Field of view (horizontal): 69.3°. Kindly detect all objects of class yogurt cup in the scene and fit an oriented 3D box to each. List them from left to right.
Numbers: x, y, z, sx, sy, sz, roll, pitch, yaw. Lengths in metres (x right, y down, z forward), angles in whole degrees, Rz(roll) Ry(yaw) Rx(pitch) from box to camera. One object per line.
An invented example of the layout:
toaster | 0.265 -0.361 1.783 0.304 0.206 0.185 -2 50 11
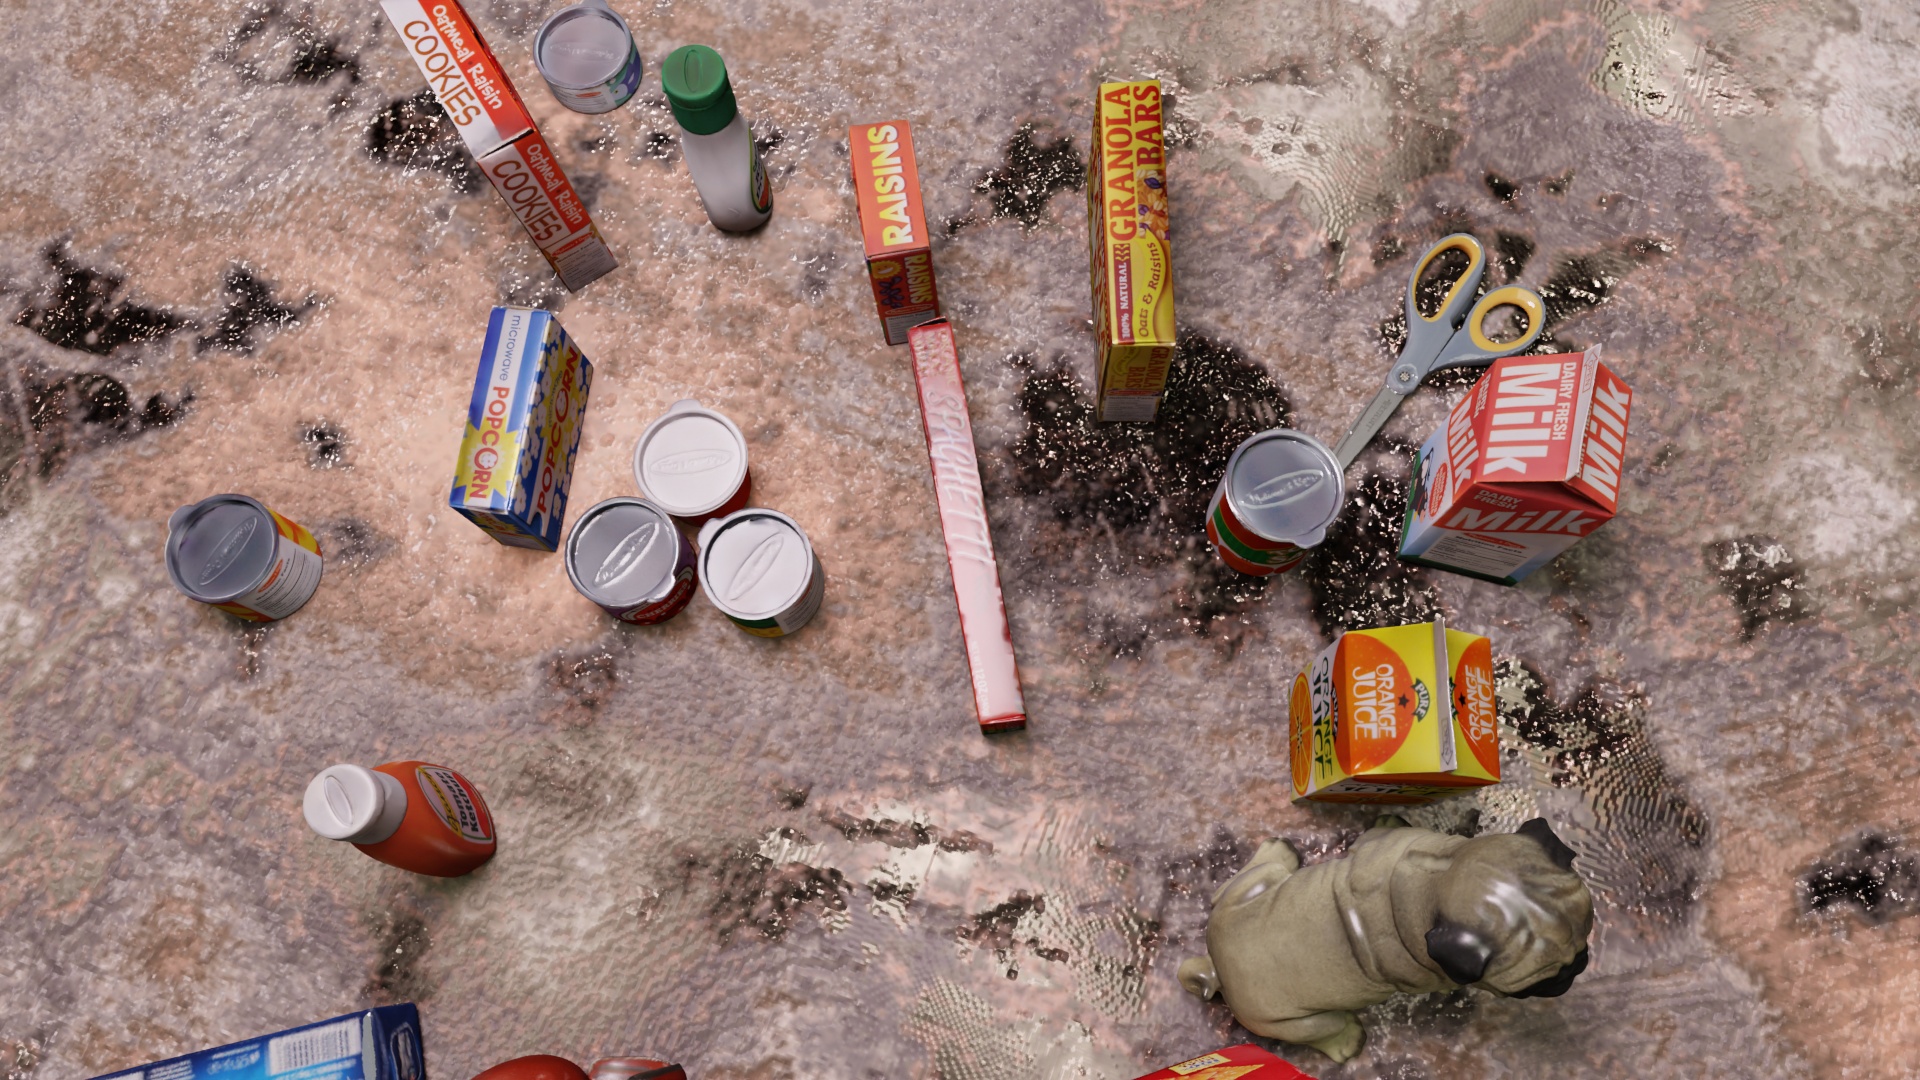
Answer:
yogurt cup | -0.158 -0.041 0.838 0.072 0.054 0.072 0 74 2

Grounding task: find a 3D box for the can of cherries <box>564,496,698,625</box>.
can of cherries | -0.191 0.015 0.821 0.071 0.058 0.071 0 74 2

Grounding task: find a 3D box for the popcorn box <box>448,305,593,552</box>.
popcorn box | -0.261 -0.066 0.832 0.038 0.085 0.127 6 74 4

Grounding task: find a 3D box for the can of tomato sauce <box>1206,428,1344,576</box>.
can of tomato sauce | 0.182 -0.018 0.806 0.071 0.083 0.071 0 74 2

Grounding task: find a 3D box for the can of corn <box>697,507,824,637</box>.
can of corn | -0.118 0.019 0.817 0.071 0.058 0.071 0 74 2

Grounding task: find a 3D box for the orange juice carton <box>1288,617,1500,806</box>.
orange juice carton | 0.223 0.093 0.716 0.073 0.192 0.072 2 75 3

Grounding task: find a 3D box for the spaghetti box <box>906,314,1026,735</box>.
spaghetti box | 0.003 -0.010 0.826 0.029 0.050 0.250 -10 74 -1

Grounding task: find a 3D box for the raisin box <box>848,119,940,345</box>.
raisin box | -0.039 -0.183 0.839 0.040 0.123 0.086 -8 74 0

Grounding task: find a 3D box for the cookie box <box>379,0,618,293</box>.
cookie box | -0.273 -0.240 0.840 0.040 0.167 0.123 -33 76 -7

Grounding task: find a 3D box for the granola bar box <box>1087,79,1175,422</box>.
granola bar box | 0.099 -0.168 0.830 0.039 0.124 0.166 -1 74 2

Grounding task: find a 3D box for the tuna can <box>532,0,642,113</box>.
tuna can | -0.249 -0.325 0.933 0.071 0.032 0.071 0 74 2

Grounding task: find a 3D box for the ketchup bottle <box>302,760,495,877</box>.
ketchup bottle | -0.298 0.146 0.740 0.043 0.148 0.065 -32 76 -7

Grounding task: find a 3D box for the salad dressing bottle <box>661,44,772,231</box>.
salad dressing bottle | -0.148 -0.243 0.847 0.044 0.147 0.064 -5 74 1

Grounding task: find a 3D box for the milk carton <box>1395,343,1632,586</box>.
milk carton | 0.302 -0.038 0.752 0.073 0.190 0.072 14 76 6

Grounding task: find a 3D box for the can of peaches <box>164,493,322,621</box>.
can of peaches | -0.428 0.010 0.830 0.071 0.058 0.071 0 74 2
